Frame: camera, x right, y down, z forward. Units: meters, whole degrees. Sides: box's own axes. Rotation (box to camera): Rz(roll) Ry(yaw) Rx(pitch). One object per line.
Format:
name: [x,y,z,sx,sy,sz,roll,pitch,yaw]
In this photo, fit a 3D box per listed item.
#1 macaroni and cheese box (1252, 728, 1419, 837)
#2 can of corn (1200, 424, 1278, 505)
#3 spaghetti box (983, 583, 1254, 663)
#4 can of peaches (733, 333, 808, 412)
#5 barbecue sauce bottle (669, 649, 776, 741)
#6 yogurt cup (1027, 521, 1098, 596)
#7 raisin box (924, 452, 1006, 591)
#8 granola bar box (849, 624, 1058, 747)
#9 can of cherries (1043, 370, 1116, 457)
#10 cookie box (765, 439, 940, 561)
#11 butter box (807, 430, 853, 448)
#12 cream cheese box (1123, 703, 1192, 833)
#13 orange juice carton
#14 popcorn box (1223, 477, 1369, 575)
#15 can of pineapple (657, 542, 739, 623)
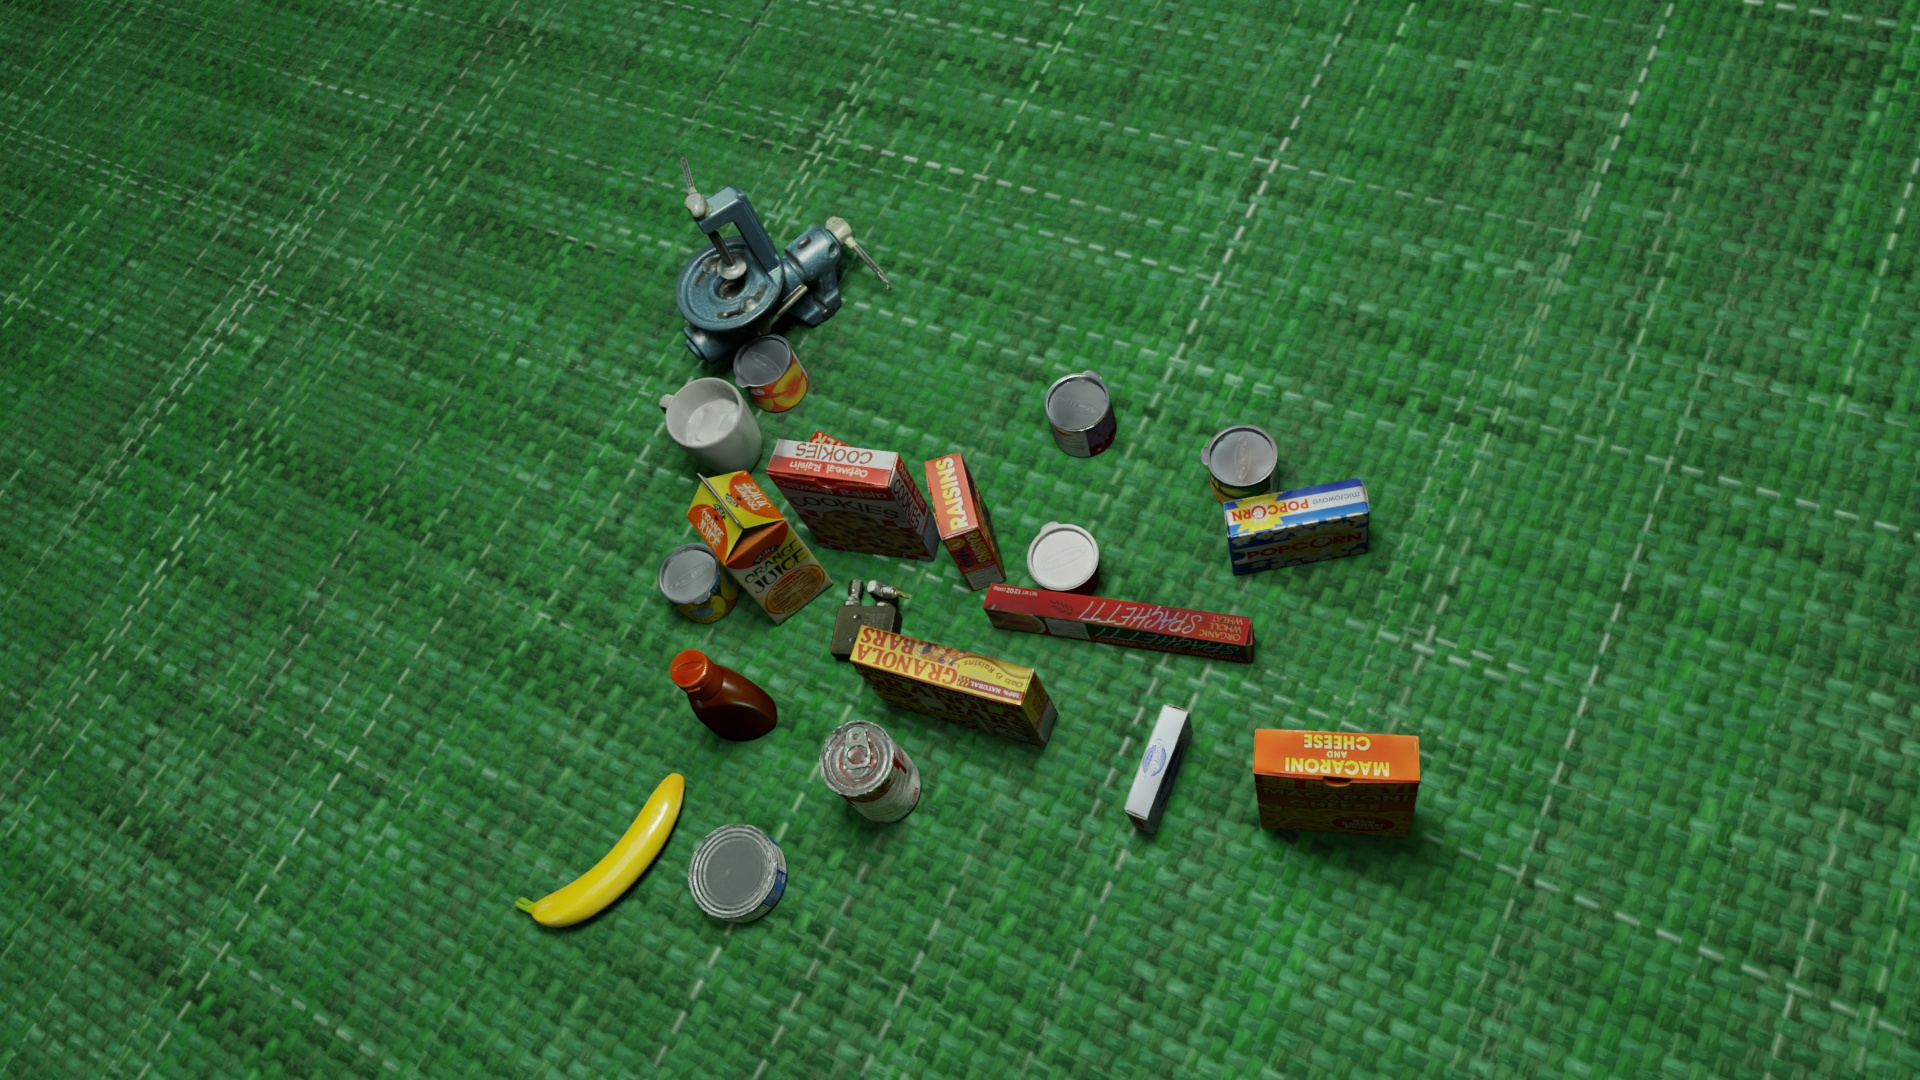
macaroni and cheese box: [0.303,0.198,1.121,0.124,0.166,0.040,1,65,15]
can of corn: [0.267,-0.068,1.324,0.071,0.058,0.071,-6,63,12]
spaghetti box: [0.147,0.077,1.287,0.250,0.050,0.029,7,67,17]
can of peaches: [-0.206,-0.178,1.500,0.071,0.058,0.071,-6,63,12]
barbecue sauce bottle: [-0.224,0.144,1.293,0.065,0.148,0.044,-14,62,8]
yogurt cup: [0.101,0.026,1.322,0.072,0.053,0.072,-6,63,12]
raisin box: [0.005,-0.017,1.329,0.040,0.123,0.086,-16,62,6]
granola bar box: [-0.005,0.134,1.256,0.165,0.123,0.039,13,69,20]
can of cherries: [0.123,-0.126,1.390,0.071,0.058,0.072,-6,63,12]
cookie box: [-0.099,-0.036,1.340,0.123,0.167,0.040,7,67,18]
butter box: [-0.107,-0.073,1.425,0.103,0.053,0.024,27,74,24]
cream cheese box: [0.174,0.200,1.217,0.024,0.053,0.104,17,70,21]
orange juice carton: [-0.197,0.002,1.331,0.073,0.192,0.072,-38,62,-6]
popcorn box: [0.307,-0.011,1.270,0.127,0.085,0.038,-10,63,9]
can of pineapple: [-0.264,0.046,1.404,0.071,0.057,0.071,-6,63,12]
